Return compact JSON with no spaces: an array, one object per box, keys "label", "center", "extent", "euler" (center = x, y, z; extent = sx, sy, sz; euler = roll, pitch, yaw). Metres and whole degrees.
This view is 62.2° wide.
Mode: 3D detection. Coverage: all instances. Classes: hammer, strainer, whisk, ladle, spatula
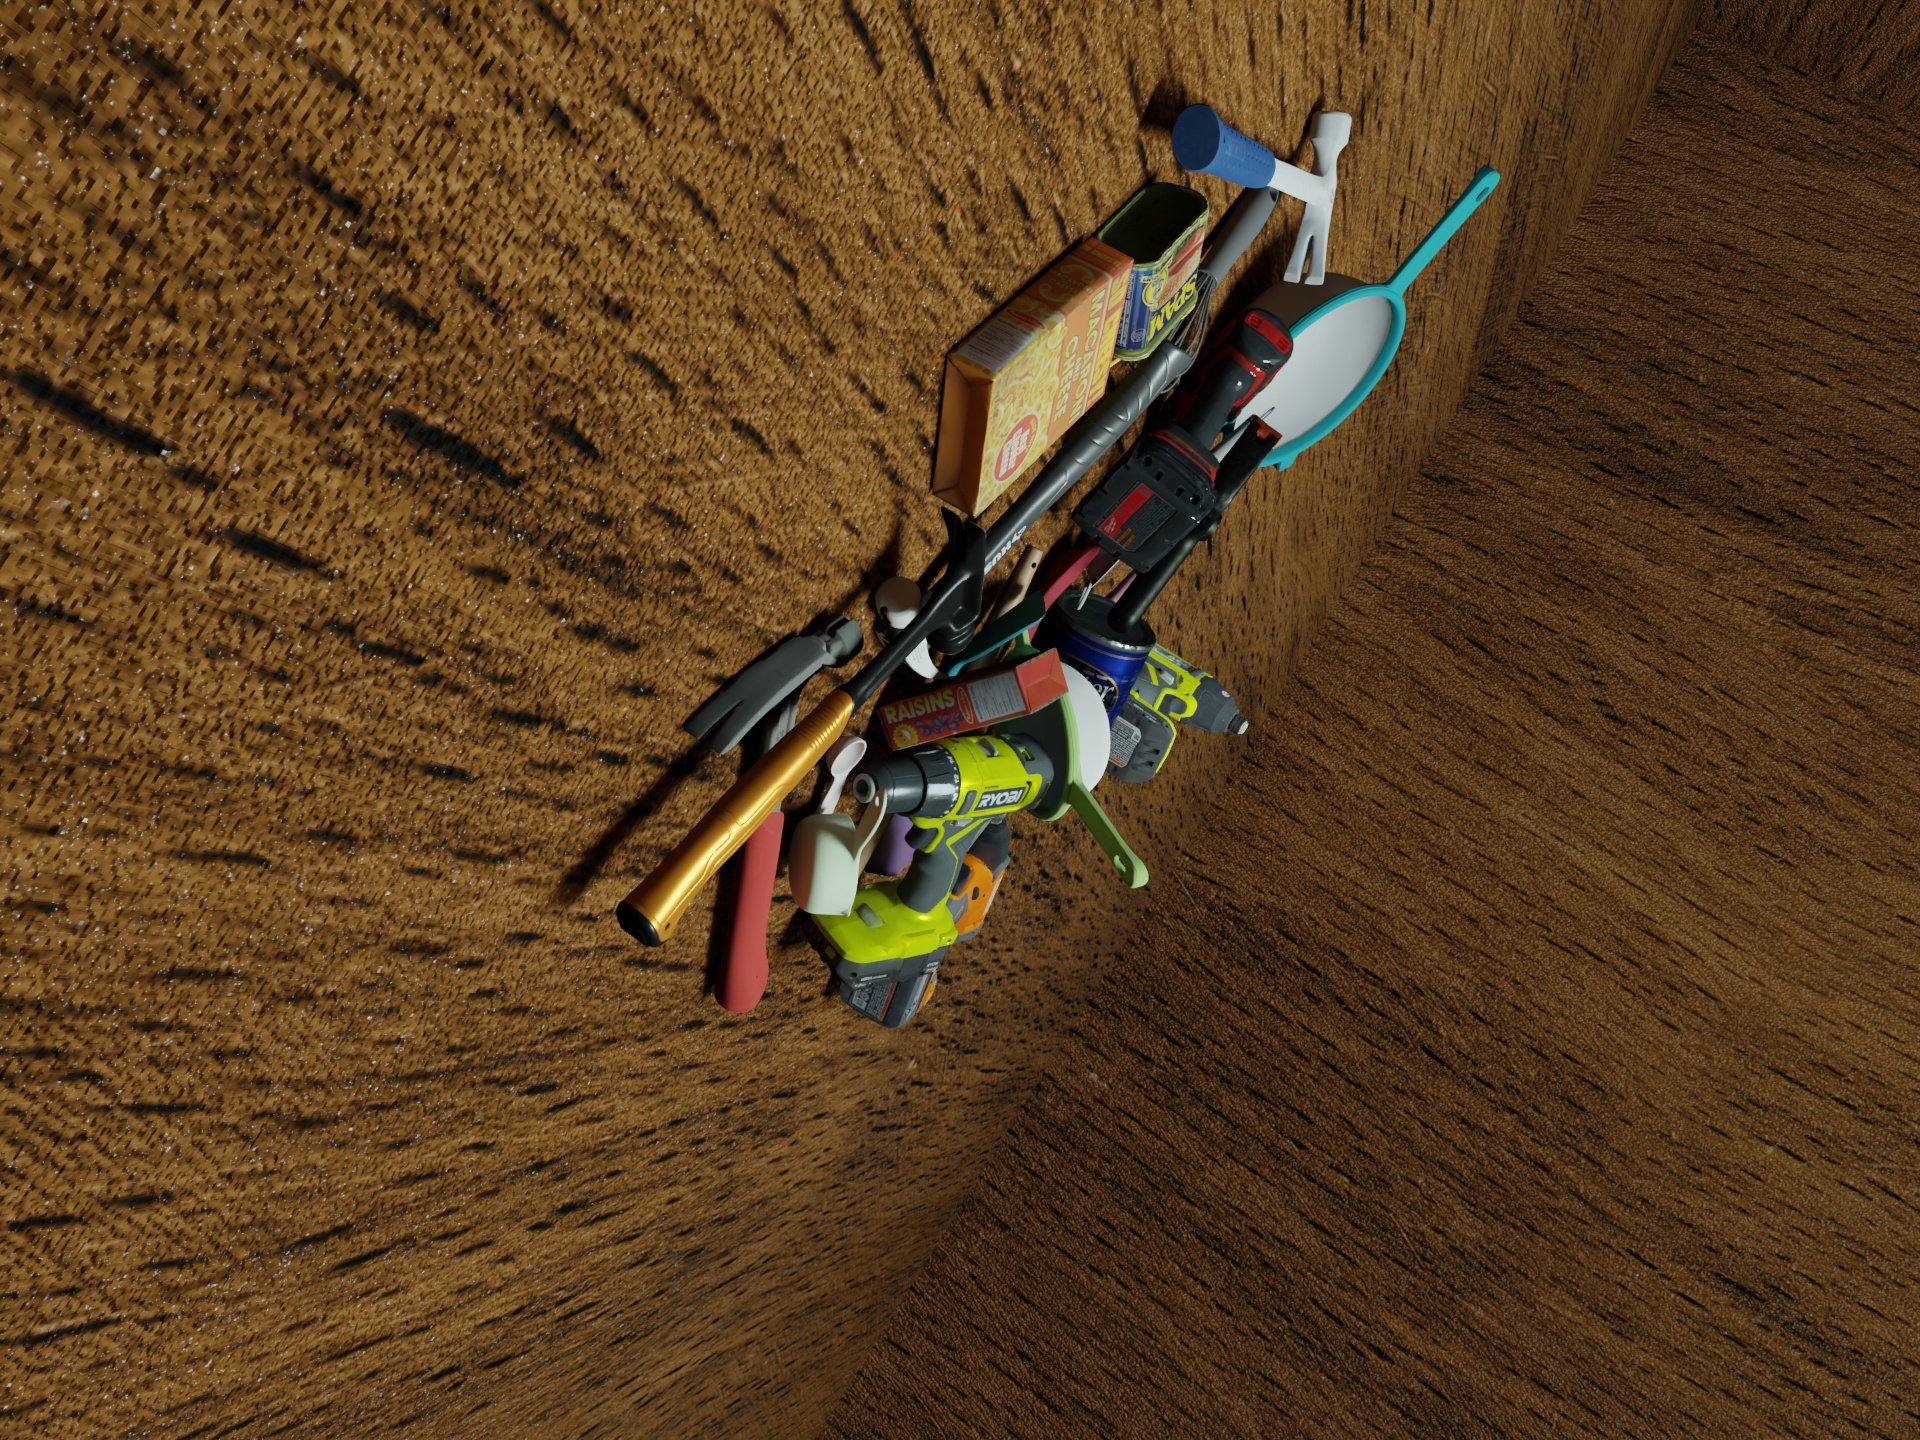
[{"label":"hammer","center":[0.061,-0.166,1.191],"extent":[0.335,0.035,0.146],"euler":[-48,162,-14]},{"label":"strainer","center":[0.109,0.040,1.328],"extent":[0.069,0.257,0.151],"euler":[-11,134,-23]},{"label":"hammer","center":[-0.145,0.093,1.105],"extent":[0.149,0.037,0.358],"euler":[-43,157,-42]},{"label":"whisk","center":[0.203,-0.359,1.299],"extent":[0.239,0.055,0.055],"euler":[-57,164,-21]},{"label":"hammer","center":[0.237,-0.417,1.224],"extent":[0.405,0.035,0.144],"euler":[-27,126,-63]},{"label":"ladle","center":[0.035,-0.028,1.437],"extent":[0.315,0.031,0.069],"euler":[-61,168,14]},{"label":"strainer","center":[0.189,-0.203,1.452],"extent":[0.258,0.050,0.087],"euler":[-41,-174,-2]},{"label":"strainer","center":[0.349,-0.393,1.485],"extent":[0.340,0.095,0.211],"euler":[-49,152,22]},{"label":"hammer","center":[-0.091,0.007,0.989],"extent":[0.337,0.034,0.127],"euler":[-49,161,-29]},{"label":"spatula","center":[-0.025,0.027,1.326],"extent":[0.317,0.044,0.082],"euler":[-61,-169,16]},{"label":"spatula","center":[-0.002,-0.004,1.362],"extent":[0.059,0.018,0.316],"euler":[14,106,-43]}]

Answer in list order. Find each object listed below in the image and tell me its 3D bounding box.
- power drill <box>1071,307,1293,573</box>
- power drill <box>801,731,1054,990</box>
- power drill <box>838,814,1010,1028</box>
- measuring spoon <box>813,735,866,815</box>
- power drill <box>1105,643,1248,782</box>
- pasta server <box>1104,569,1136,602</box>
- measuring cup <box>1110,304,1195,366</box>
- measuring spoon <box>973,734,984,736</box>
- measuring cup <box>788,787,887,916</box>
[{"label":"power drill","center":[0.180,-0.229,1.341],"extent":[0.227,0.080,0.188],"euler":[-56,-173,-34]},{"label":"power drill","center":[-0.041,0.109,1.297],"extent":[0.190,0.080,0.228],"euler":[-5,131,-46]},{"label":"power drill","center":[-0.022,0.181,1.559],"extent":[0.226,0.084,0.164],"euler":[-42,157,-55]},{"label":"measuring spoon","center":[-0.103,0.054,1.207],"extent":[0.034,0.018,0.124],"euler":[-25,151,-43]},{"label":"power drill","center":[0.203,-0.015,1.705],"extent":[0.223,0.171,0.080],"euler":[-26,145,-56]},{"label":"pasta server","center":[0.195,-0.154,1.521],"extent":[0.316,0.040,0.060],"euler":[-47,-178,27]},{"label":"measuring cup","center":[0.111,-0.283,1.195],"extent":[0.156,0.029,0.062],"euler":[-38,-165,-19]},{"label":"measuring spoon","center":[-0.016,0.056,1.406],"extent":[0.128,0.021,0.042],"euler":[-34,149,-32]},{"label":"measuring cup","center":[-0.090,0.087,1.148],"extent":[0.167,0.038,0.083],"euler":[124,-37,-57]}]
